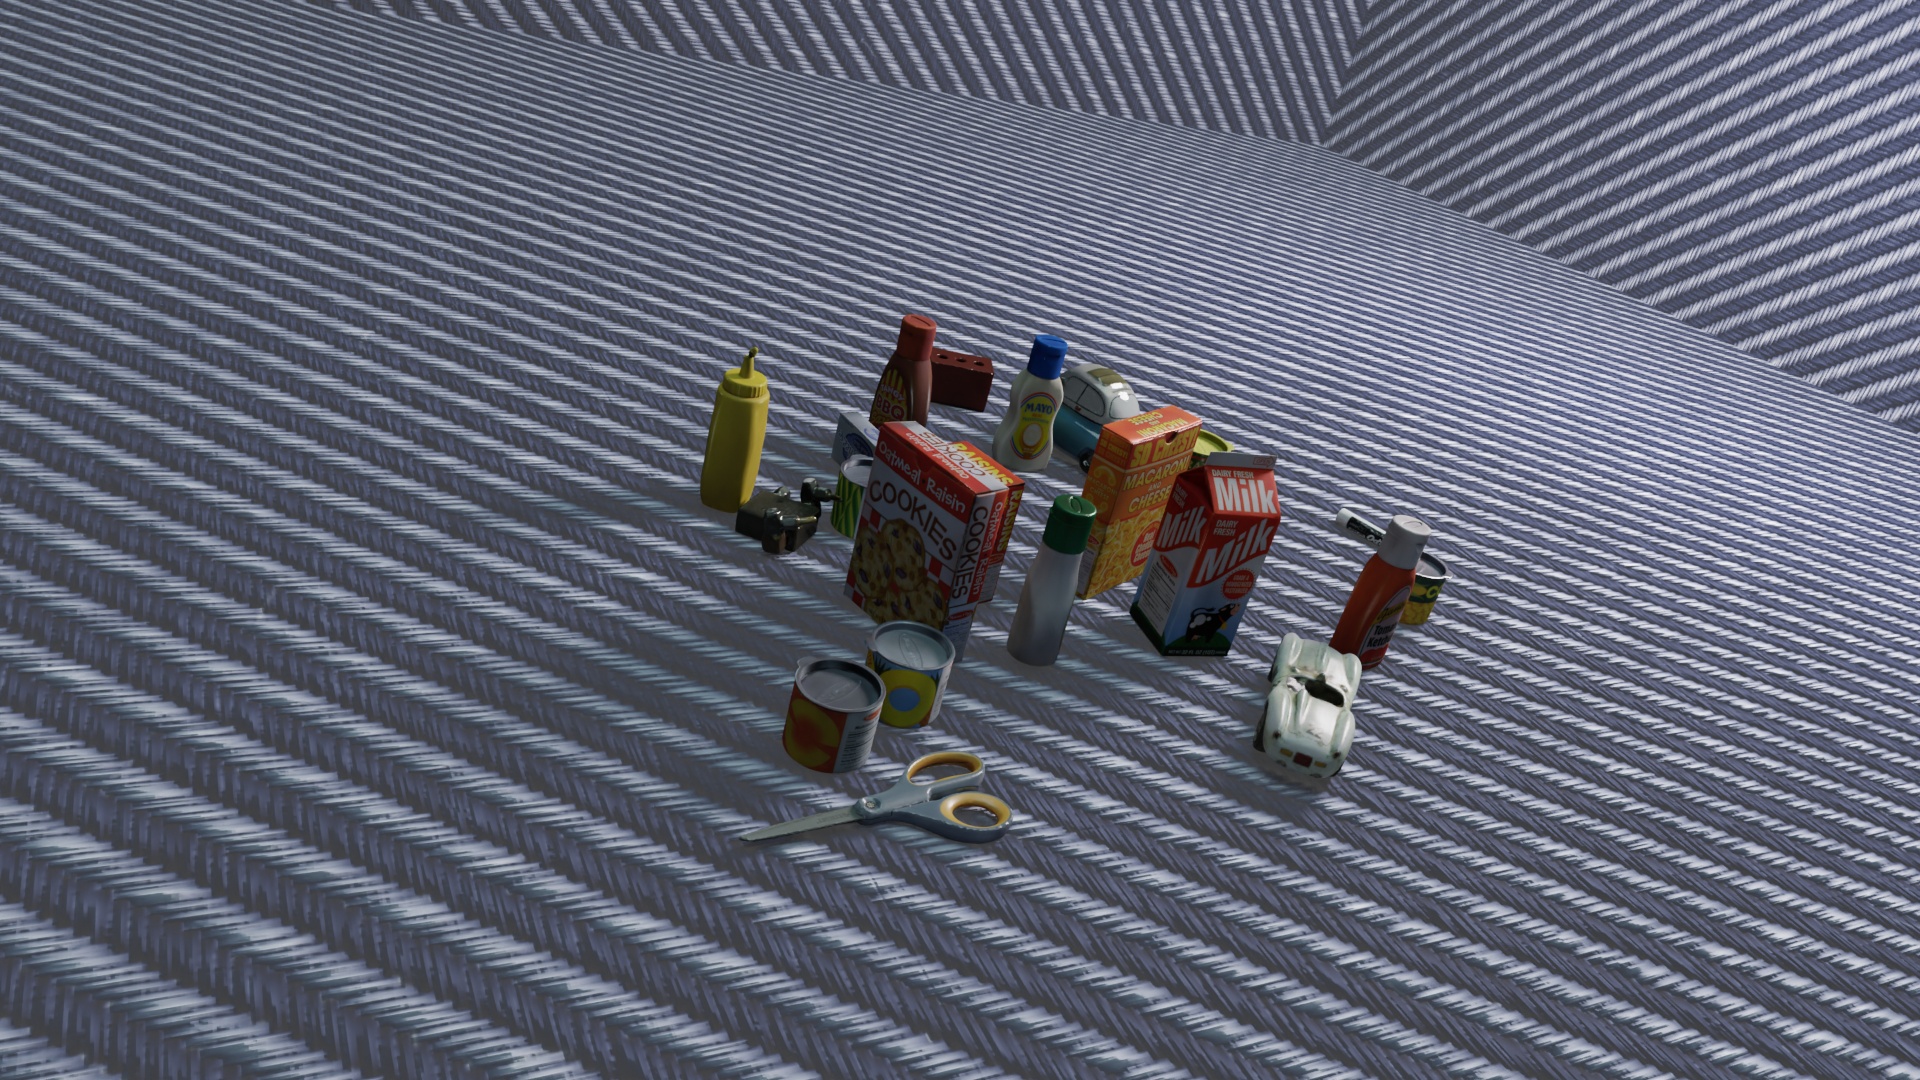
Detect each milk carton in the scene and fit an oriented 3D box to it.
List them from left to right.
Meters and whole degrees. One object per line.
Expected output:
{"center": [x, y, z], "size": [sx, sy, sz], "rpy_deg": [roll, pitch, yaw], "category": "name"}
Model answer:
{"center": [0.222, 0.006, 1.235], "size": [0.072, 0.189, 0.074], "rpy_deg": [2, 30, -23], "category": "milk carton"}

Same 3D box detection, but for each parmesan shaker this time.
{"center": [0.239, -0.059, 1.458], "size": [0.071, 0.102, 0.071], "rpy_deg": [12, 27, -6], "category": "parmesan shaker"}

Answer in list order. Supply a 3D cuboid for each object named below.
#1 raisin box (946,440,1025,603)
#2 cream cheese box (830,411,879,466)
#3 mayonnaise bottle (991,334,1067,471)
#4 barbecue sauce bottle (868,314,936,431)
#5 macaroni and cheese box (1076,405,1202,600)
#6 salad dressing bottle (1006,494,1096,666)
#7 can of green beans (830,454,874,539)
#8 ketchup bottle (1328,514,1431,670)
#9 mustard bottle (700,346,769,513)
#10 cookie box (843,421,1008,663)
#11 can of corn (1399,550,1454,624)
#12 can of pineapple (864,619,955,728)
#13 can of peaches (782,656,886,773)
{"center": [0.004, -0.016, 1.242], "size": [0.040, 0.122, 0.086], "rpy_deg": [-10, 36, -40], "category": "raisin box"}
{"center": [-0.092, -0.083, 1.395], "size": [0.024, 0.053, 0.104], "rpy_deg": [-6, 34, -35], "category": "cream cheese box"}
{"center": [0.079, -0.148, 1.497], "size": [0.065, 0.147, 0.041], "rpy_deg": [6, 28, -16], "category": "mayonnaise bottle"}
{"center": [-0.058, -0.162, 1.456], "size": [0.065, 0.147, 0.044], "rpy_deg": [33, 32, 31], "category": "barbecue sauce bottle"}
{"center": [0.160, -0.037, 1.311], "size": [0.040, 0.165, 0.124], "rpy_deg": [32, 32, 30], "category": "macaroni and cheese box"}
{"center": [0.077, 0.034, 1.160], "size": [0.044, 0.147, 0.064], "rpy_deg": [10, 28, -8], "category": "salad dressing bottle"}
{"center": [-0.086, -0.038, 1.311], "size": [0.071, 0.057, 0.071], "rpy_deg": [12, 28, -6], "category": "can of green beans"}
{"center": [0.389, 0.048, 1.283], "size": [0.065, 0.148, 0.043], "rpy_deg": [-9, 36, -38], "category": "ketchup bottle"}
{"center": [-0.203, -0.106, 1.269], "size": [0.049, 0.159, 0.065], "rpy_deg": [14, 27, -1], "category": "mustard bottle"}
{"center": [-0.032, 0.002, 1.144], "size": [0.040, 0.166, 0.123], "rpy_deg": [-12, 37, -41], "category": "cookie box"}
{"center": [0.458, 0.046, 1.418], "size": [0.071, 0.058, 0.071], "rpy_deg": [12, 28, -6], "category": "can of corn"}
{"center": [-0.044, 0.102, 1.071], "size": [0.071, 0.057, 0.071], "rpy_deg": [12, 28, -6], "category": "can of pineapple"}
{"center": [-0.094, 0.125, 1.004], "size": [0.071, 0.057, 0.071], "rpy_deg": [12, 28, -6], "category": "can of peaches"}
